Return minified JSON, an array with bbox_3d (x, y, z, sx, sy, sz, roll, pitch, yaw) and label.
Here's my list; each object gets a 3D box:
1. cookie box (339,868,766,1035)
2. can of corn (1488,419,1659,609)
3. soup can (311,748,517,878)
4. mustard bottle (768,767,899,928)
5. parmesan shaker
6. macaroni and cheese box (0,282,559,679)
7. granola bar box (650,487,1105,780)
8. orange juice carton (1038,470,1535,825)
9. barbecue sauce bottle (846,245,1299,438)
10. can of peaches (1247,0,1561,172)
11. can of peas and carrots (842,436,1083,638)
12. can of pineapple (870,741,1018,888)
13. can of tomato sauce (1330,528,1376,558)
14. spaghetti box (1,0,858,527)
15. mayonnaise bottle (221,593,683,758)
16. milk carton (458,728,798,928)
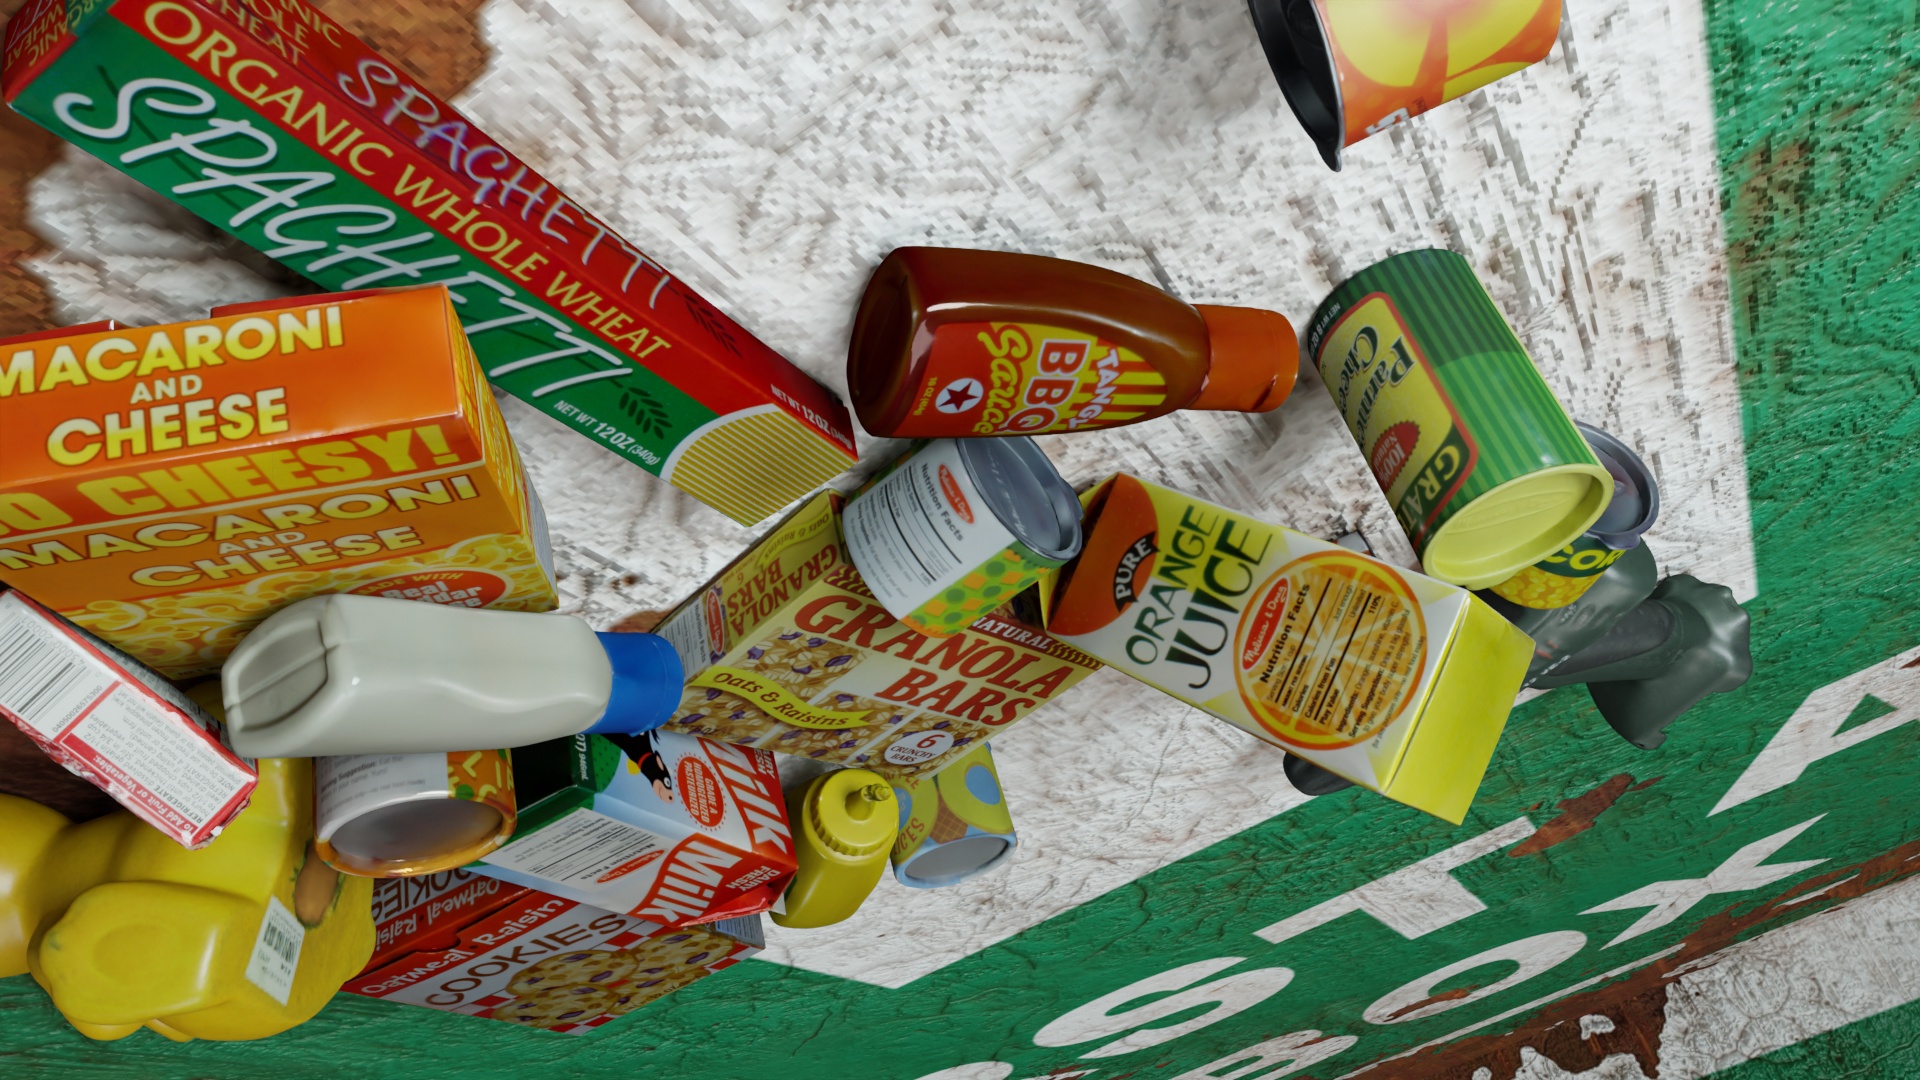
[{"bbox_3d":[-0.193,0.190,0.670,0.123,0.040,0.167,-28,145,15],"label":"cookie box"},{"bbox_3d":[0.265,-0.009,0.619,0.071,0.071,0.058,-7,146,-17],"label":"can of corn"},{"bbox_3d":[-0.195,0.070,0.498,0.071,0.084,0.071,-13,147,-8],"label":"soup can"},{"bbox_3d":[-0.062,0.144,0.677,0.049,0.065,0.159,-1,152,-21],"label":"mustard bottle"},{"bbox_3d":[0.172,-0.043,0.492,0.071,0.103,0.071,-13,146,-8],"label":"parmesan shaker"},{"bbox_3d":[-0.188,-0.009,0.386,0.124,0.040,0.166,-11,163,-12],"label":"macaroni and cheese box"},{"bbox_3d":[-0.033,0.046,0.584,0.124,0.039,0.165,-37,143,28],"label":"granola bar box"},{"bbox_3d":[0.104,0.031,0.526,0.072,0.193,0.073,26,88,-47],"label":"orange juice carton"},{"bbox_3d":[0.041,-0.062,0.456,0.149,0.044,0.064,-1,143,-25],"label":"barbecue sauce bottle"},{"bbox_3d":[0.110,-0.138,0.352,0.058,0.071,0.071,-24,147,7],"label":"can of peaches"},{"bbox_3d":[0.002,-0.006,0.499,0.058,0.071,0.071,-36,143,26],"label":"can of peas and carrots"},{"bbox_3d":[-0.010,0.140,0.717,0.071,0.058,0.070,-13,147,-8],"label":"can of pineapple"},{"bbox_3d":[0.162,0.043,0.647,0.083,0.071,0.071,-25,147,11],"label":"can of tomato sauce"},{"bbox_3d":[-0.119,-0.069,0.380,0.050,0.029,0.249,-30,146,19],"label":"spaghetti box"},{"bbox_3d":[-0.153,0.045,0.450,0.064,0.041,0.148,-26,162,26],"label":"mayonnaise bottle"},{"bbox_3d":[-0.135,0.113,0.604,0.073,0.072,0.190,-28,145,15],"label":"milk carton"}]
